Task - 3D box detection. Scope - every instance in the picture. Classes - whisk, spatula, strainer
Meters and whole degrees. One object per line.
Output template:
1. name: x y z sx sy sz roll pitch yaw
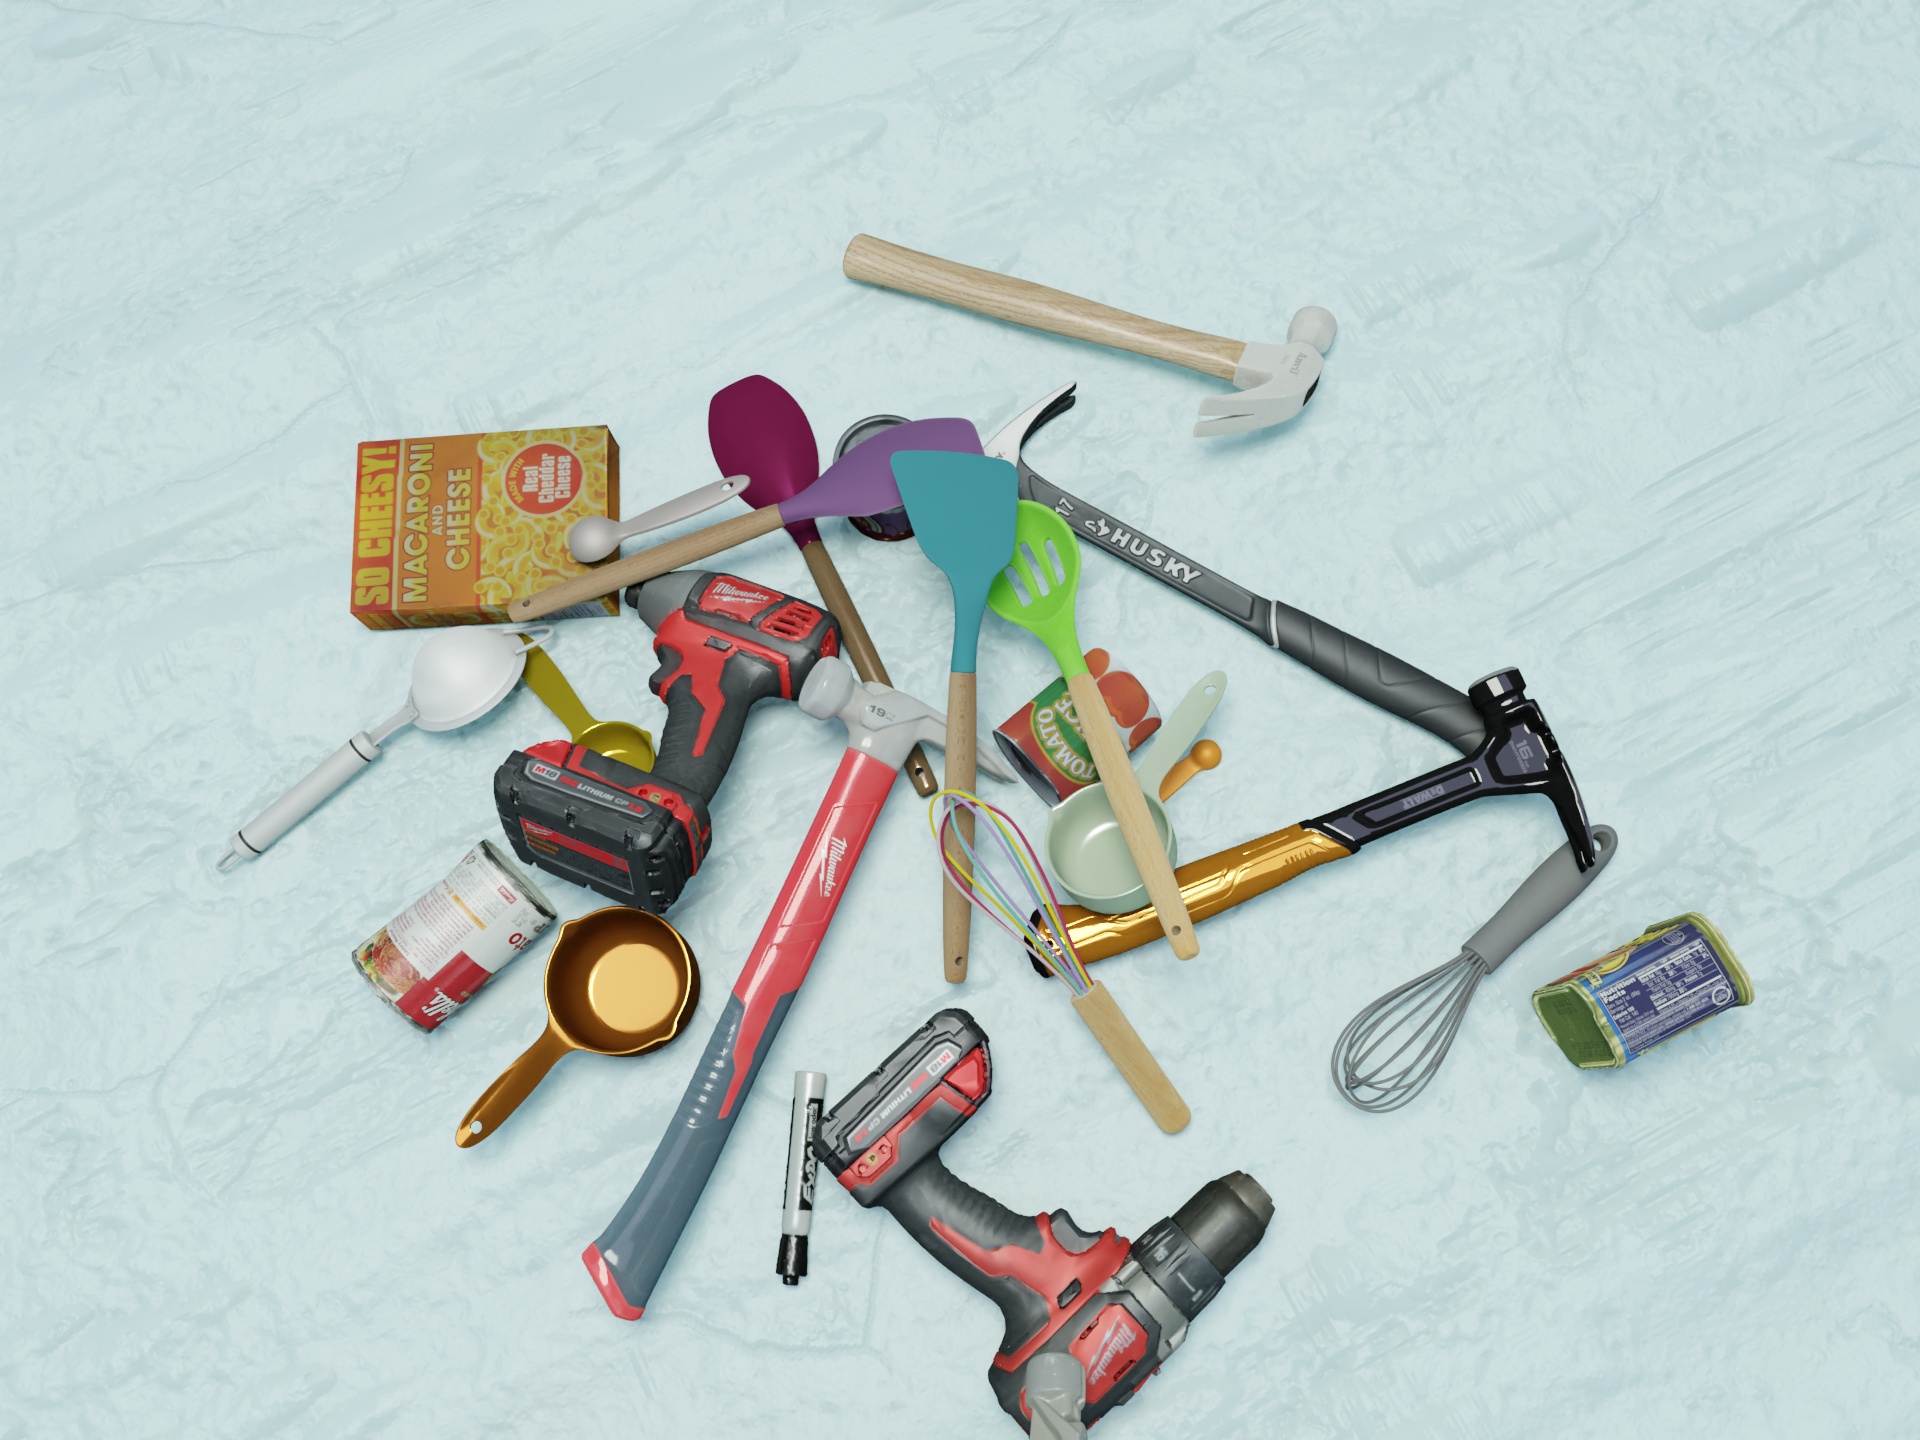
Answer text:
1. whisk: 0.308 0.142 0.939 0.239 0.055 0.055 -40 76 -13
2. spatula: -0.136 -0.122 0.997 0.316 0.018 0.060 -20 62 4
3. strainer: -0.372 0.011 1.009 0.258 0.050 0.087 -40 46 -2
4. spatula: -0.002 -0.003 0.948 0.082 0.044 0.317 1 93 -22
5. whisk: 0.058 0.139 0.922 0.047 0.051 0.245 -33 98 16

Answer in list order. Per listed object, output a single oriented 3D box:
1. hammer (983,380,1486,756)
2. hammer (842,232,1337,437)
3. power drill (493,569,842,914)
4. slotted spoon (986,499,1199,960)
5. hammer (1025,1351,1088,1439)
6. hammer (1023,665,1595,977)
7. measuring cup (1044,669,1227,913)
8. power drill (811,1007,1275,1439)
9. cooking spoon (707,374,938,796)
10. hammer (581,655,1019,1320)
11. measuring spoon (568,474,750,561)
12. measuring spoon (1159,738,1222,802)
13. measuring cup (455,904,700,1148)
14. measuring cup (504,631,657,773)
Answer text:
1. hammer: 0.184 -0.075 1.013 0.409 0.036 0.149 30 77 10
2. hammer: 0.076 -0.267 1.060 0.331 0.031 0.130 19 52 12
3. power drill: -0.179 -0.004 0.961 0.143 0.078 0.220 20 54 12
4. slotted spoon: 0.076 -0.001 0.925 0.070 0.031 0.314 -30 58 18
5. hammer: -0.108 0.416 0.826 0.359 0.036 0.149 -11 39 17
6. hammer: 0.200 0.086 0.947 0.337 0.034 0.127 -22 75 3
7. measuring cup: 0.115 0.042 0.948 0.083 0.038 0.168 25 69 31
8. power drill: 0.047 0.267 0.901 0.188 0.080 0.227 -41 79 -8
9. cooking spoon: -0.087 -0.092 1.038 0.069 0.017 0.319 -26 75 1
10. hammer: -0.101 0.164 0.931 0.143 0.038 0.386 29 77 -19
11. measuring spoon: -0.192 -0.134 1.004 0.124 0.018 0.034 -21 50 4
12. measuring spoon: 0.115 0.048 0.992 0.117 0.011 0.021 -35 75 -7
13. measuring cup: -0.229 0.188 0.950 0.095 0.052 0.173 42 82 13
14. measuring cup: -0.248 -0.001 1.022 0.062 0.029 0.157 -36 63 -15
